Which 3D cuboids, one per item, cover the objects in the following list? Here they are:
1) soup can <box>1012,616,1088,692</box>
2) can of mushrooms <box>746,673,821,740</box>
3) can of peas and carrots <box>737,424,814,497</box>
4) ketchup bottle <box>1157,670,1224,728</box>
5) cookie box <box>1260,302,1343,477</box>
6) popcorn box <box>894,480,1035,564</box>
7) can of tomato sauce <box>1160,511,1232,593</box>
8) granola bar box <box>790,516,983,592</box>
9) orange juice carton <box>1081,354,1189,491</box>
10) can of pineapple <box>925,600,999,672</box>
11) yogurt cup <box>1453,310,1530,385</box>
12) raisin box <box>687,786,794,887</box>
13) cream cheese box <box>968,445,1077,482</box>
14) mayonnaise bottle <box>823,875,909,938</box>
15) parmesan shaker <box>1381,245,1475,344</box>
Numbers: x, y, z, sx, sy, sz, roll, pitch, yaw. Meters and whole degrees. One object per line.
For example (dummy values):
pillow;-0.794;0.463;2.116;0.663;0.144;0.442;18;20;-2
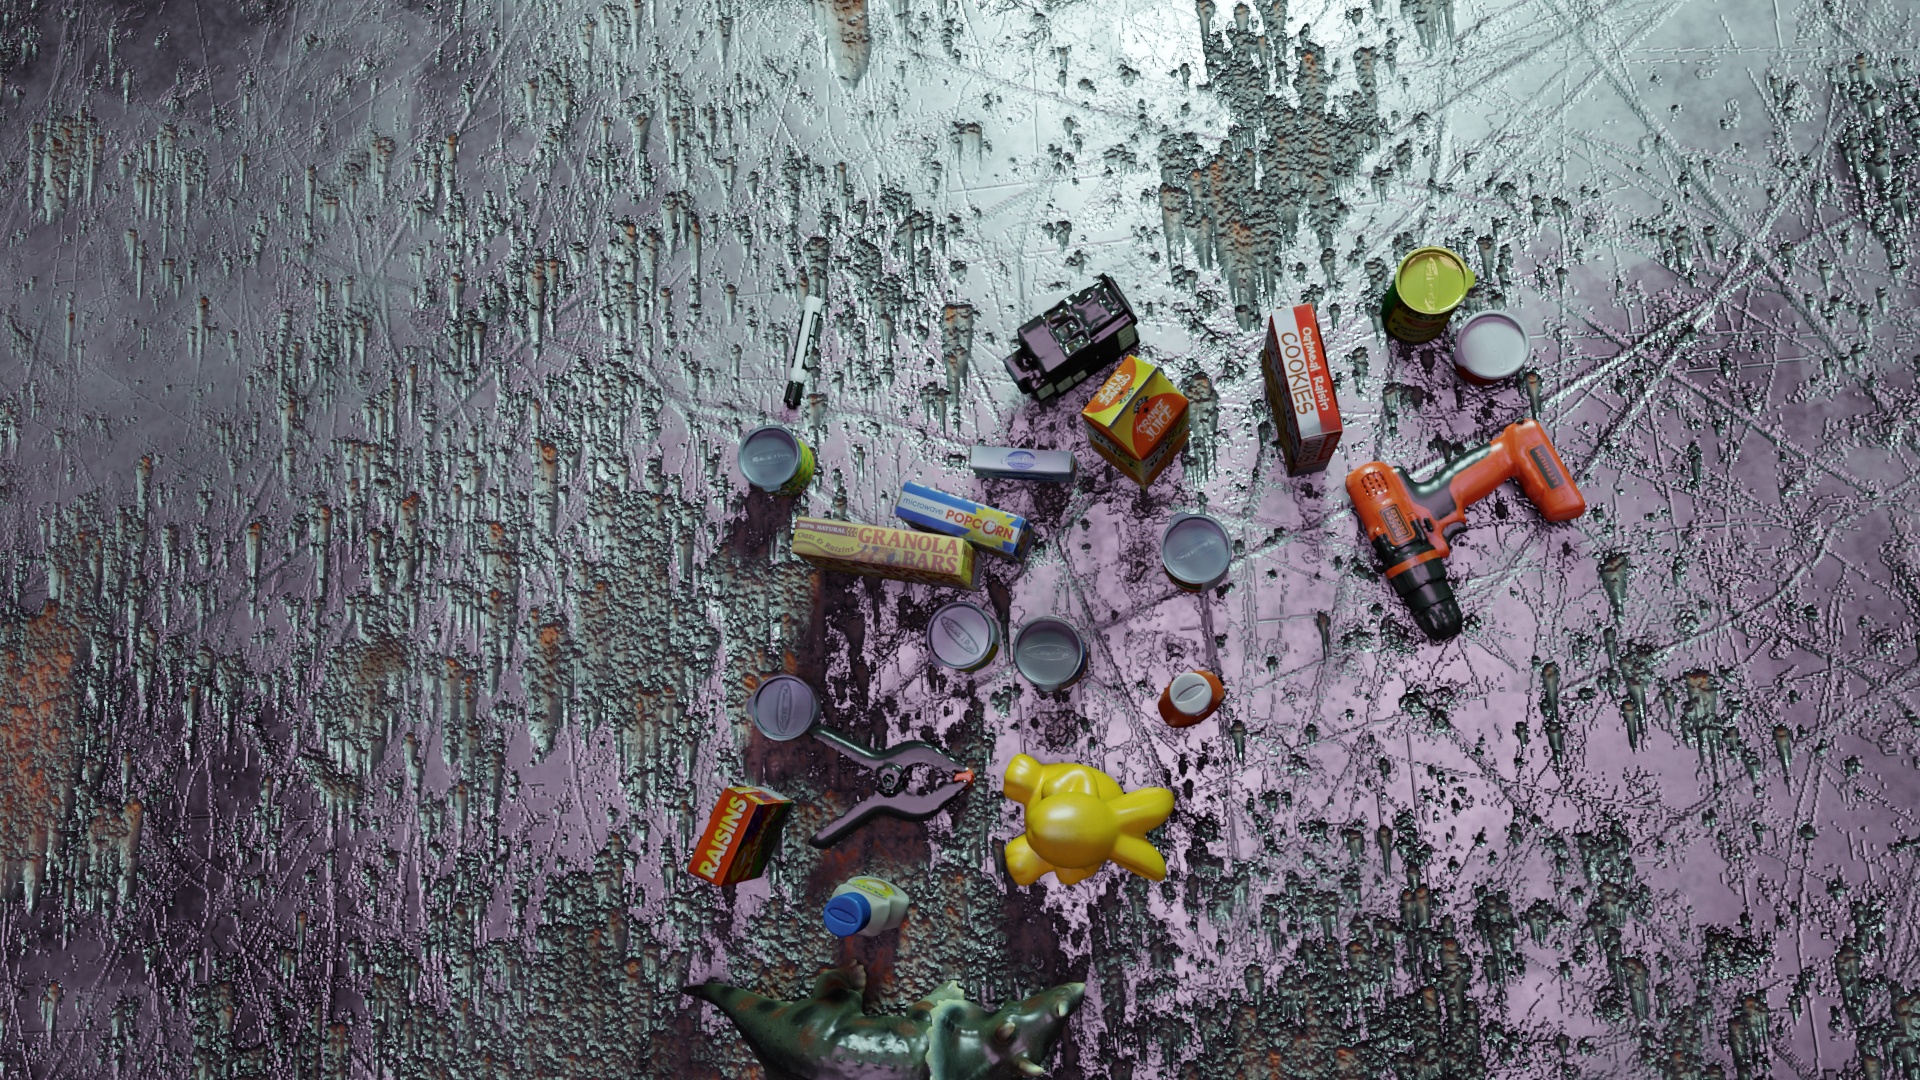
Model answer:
soup can;0.087;0.112;1.336;0.071;0.083;0.071;-2;80;9
can of mushrooms;-0.176;0.168;1.394;0.071;0.033;0.071;-1;80;9
can of peas and carrots;-0.188;-0.078;1.426;0.071;0.058;0.071;-1;80;9
ketchup bottle;0.212;0.145;1.277;0.065;0.148;0.043;-31;77;3
cookie box;0.318;-0.137;1.300;0.040;0.167;0.123;-12;79;7
popcorn box;0.005;-0.017;1.371;0.127;0.085;0.038;18;84;12
can of tomato sauce;0.225;0.012;1.332;0.071;0.083;0.071;-2;80;9
granola bar box;-0.068;0.013;1.358;0.165;0.124;0.039;8;82;10
orange juice carton;0.166;-0.112;1.307;0.073;0.192;0.072;40;89;13
can of pineapple;0.001;0.096;1.366;0.071;0.058;0.071;-1;80;9
yogurt cup;0.507;-0.182;1.336;0.072;0.054;0.072;-1;80;9
raisin box;-0.209;0.282;1.333;0.040;0.123;0.086;23;85;12
cream cheese box;0.063;-0.076;1.389;0.104;0.053;0.024;4;81;10
mayonnaise bottle;-0.091;0.342;1.291;0.065;0.148;0.041;19;84;12
parmesan shaker;0.446;-0.232;1.330;0.071;0.103;0.071;-2;80;9
